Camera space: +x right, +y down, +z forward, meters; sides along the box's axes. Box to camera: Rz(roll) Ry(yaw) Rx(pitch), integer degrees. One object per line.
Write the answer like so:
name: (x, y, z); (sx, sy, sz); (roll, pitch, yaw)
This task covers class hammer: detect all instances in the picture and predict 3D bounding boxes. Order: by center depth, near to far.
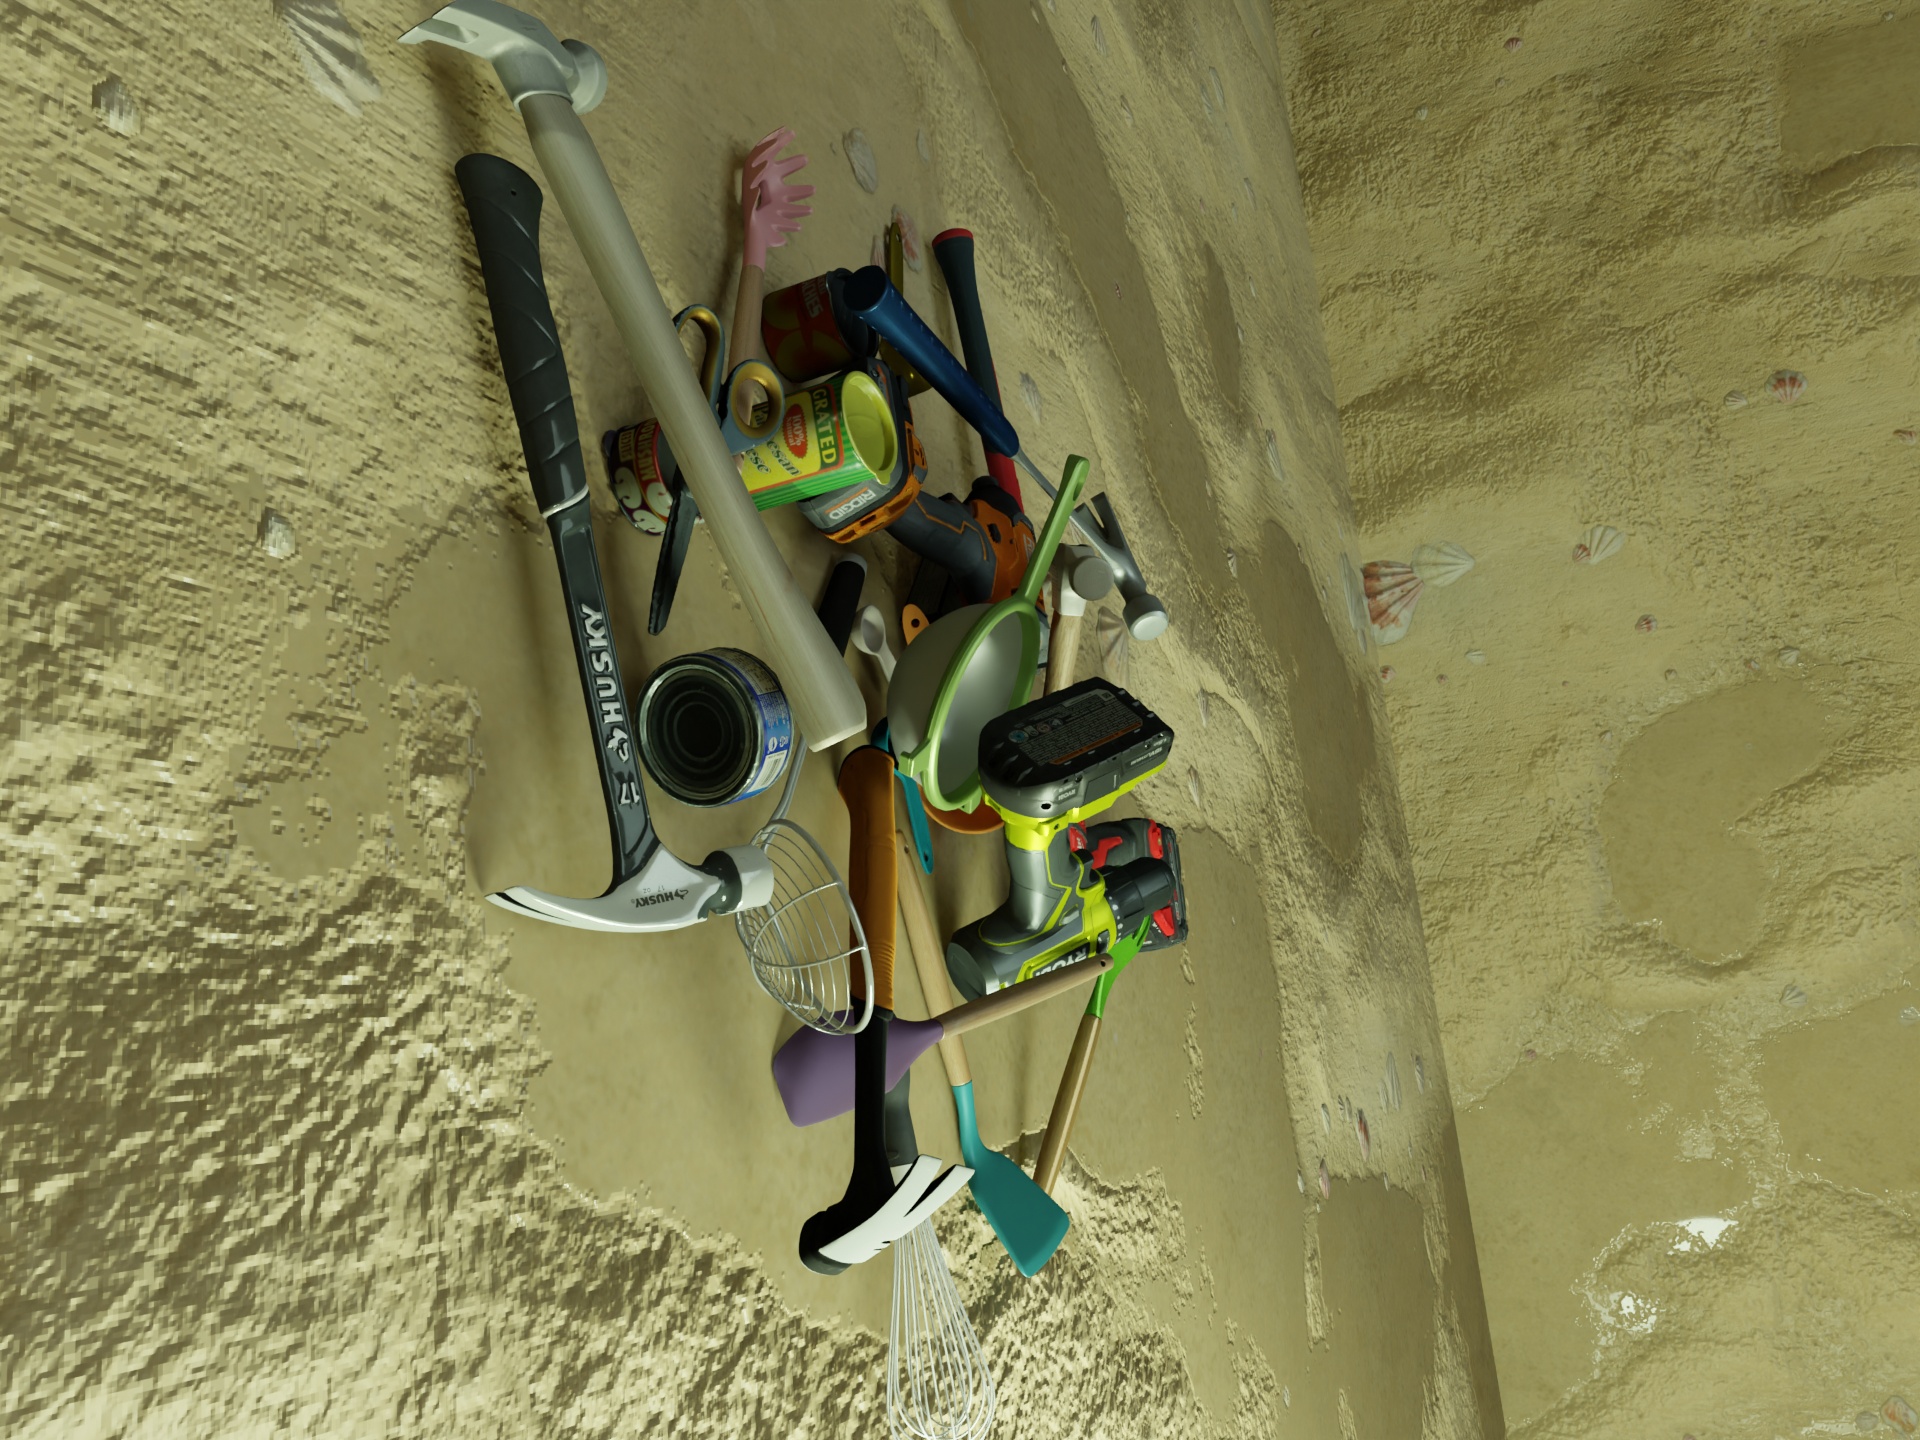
hammer: (-0.202, -0.092, 0.806); (0.149, 0.036, 0.409); (-7, 81, -46)
hammer: (-0.154, -0.173, 0.829); (0.410, 0.038, 0.146); (65, 20, -4)
hammer: (-0.049, 0.145, 0.945); (0.034, 0.127, 0.337); (24, 41, -27)
hammer: (0.039, -0.205, 1.195); (0.405, 0.035, 0.144); (39, 25, -49)
hammer: (0.066, 0.029, 1.206); (0.130, 0.031, 0.331); (-123, -141, -73)
hammer: (0.030, -0.235, 1.340); (0.143, 0.038, 0.386); (62, 16, -83)

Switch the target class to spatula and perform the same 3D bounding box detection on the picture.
spatula: (0.000, 0.193, 1.043); (0.315, 0.018, 0.060); (-10, 77, -46)
spatula: (0.004, 0.227, 1.113); (0.082, 0.044, 0.317); (-25, 101, -61)

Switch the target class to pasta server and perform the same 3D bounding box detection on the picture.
pasta server: (-0.129, -0.274, 1.027); (0.060, 0.040, 0.317); (60, 24, -49)

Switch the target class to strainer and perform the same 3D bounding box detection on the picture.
strainer: (0.011, -0.068, 1.071); (0.256, 0.069, 0.151); (-67, 160, -6)

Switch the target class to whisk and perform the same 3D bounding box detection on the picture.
whisk: (-0.029, 0.318, 0.992); (0.070, 0.070, 0.285); (18, 59, -62)

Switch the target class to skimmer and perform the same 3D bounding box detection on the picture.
skimmer: (-0.070, 0.025, 0.992); (0.127, 0.090, 0.364); (103, -2, -46)

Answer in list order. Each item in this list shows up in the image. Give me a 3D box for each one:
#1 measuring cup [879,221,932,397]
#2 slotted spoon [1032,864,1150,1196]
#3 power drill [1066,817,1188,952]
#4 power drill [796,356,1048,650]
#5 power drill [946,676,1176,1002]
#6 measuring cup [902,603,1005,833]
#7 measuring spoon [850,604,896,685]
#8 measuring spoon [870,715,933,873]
measuring cup: (-0.040, -0.337, 1.285); (0.062, 0.029, 0.157); (26, 58, -60)
slotted spoon: (0.097, 0.255, 1.232); (0.070, 0.031, 0.314); (46, 55, -43)
power drill: (0.114, 0.140, 1.352); (0.219, 0.078, 0.143); (20, 61, -58)
power drill: (-0.021, -0.157, 1.142); (0.226, 0.084, 0.164); (37, 36, -43)
power drill: (0.084, 0.088, 1.126); (0.190, 0.080, 0.228); (-23, 135, -28)
measuring cup: (-0.002, -0.004, 1.164); (0.052, 0.095, 0.173); (-15, 85, -75)
measuring spoon: (-0.054, -0.031, 1.146); (0.034, 0.018, 0.124); (-68, 146, -42)
measuring spoon: (-0.042, 0.054, 1.131); (0.042, 0.021, 0.128); (-55, 138, -56)
